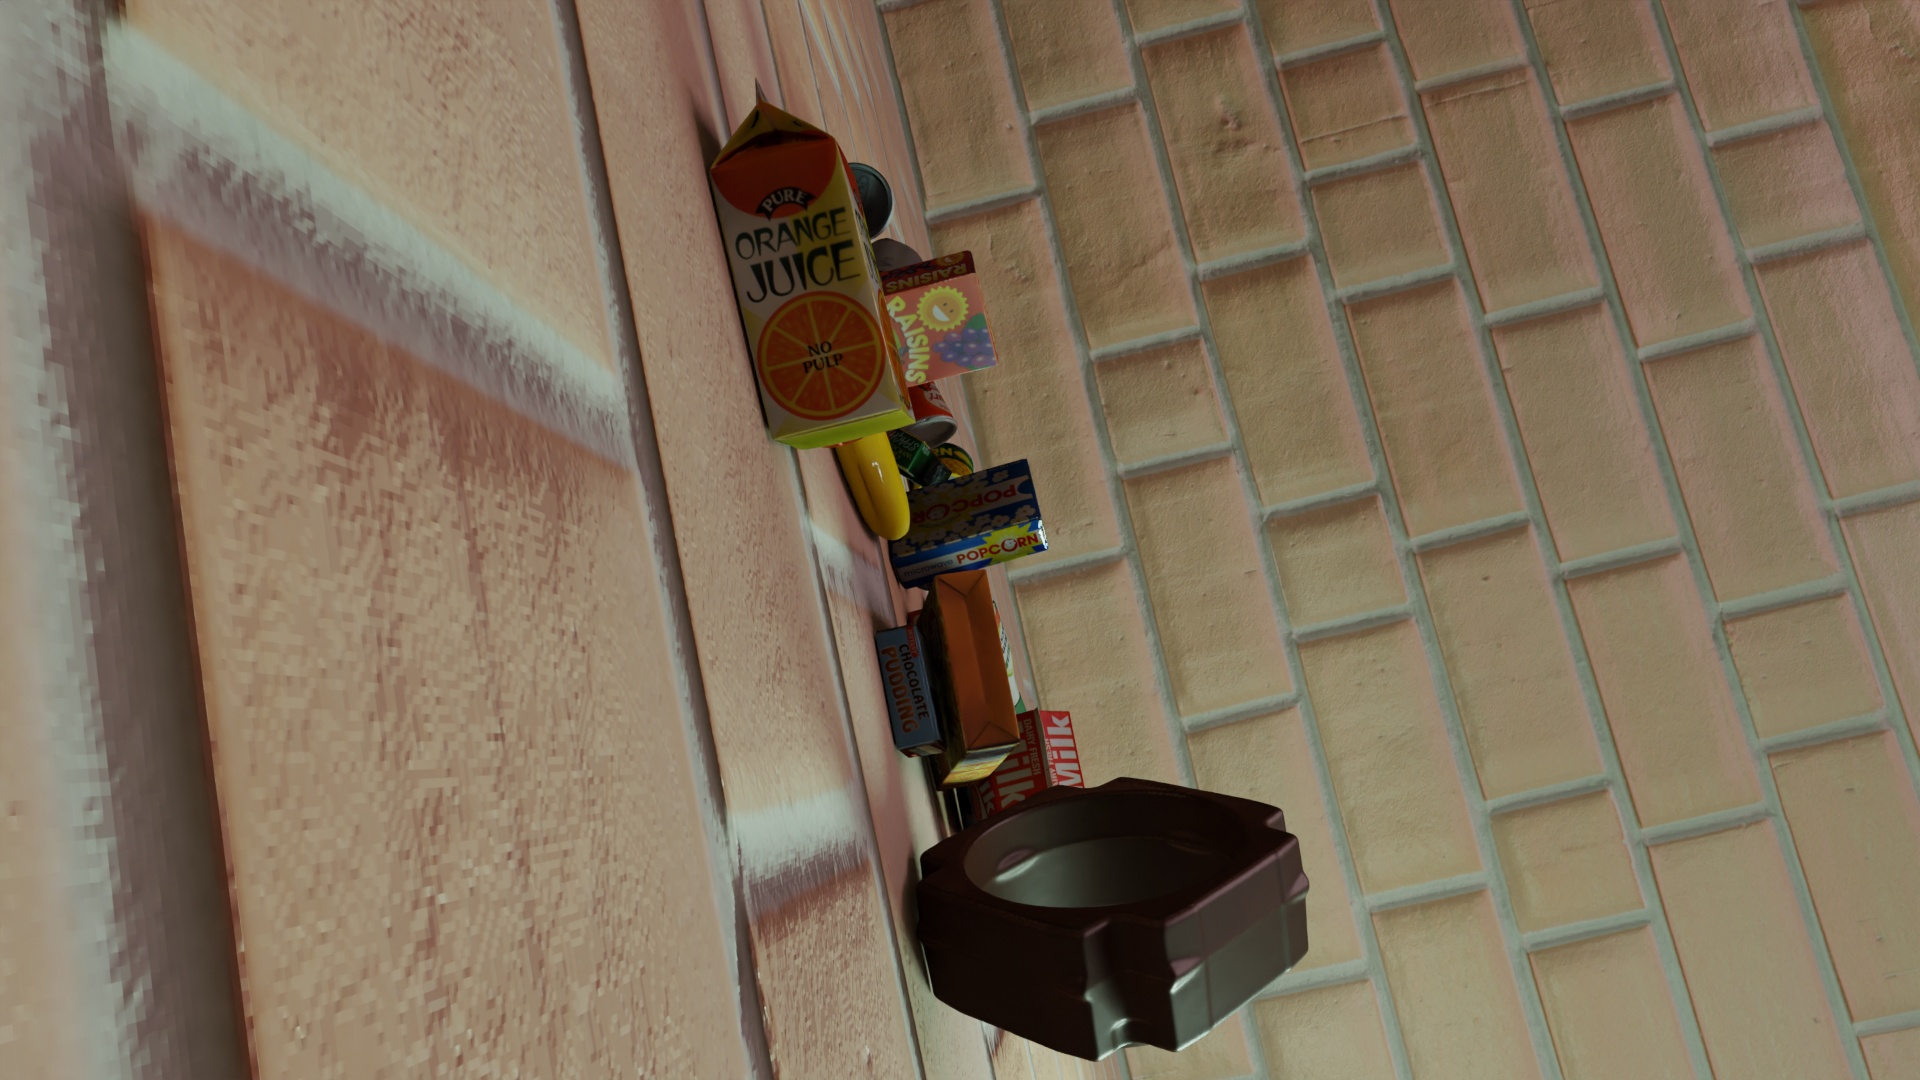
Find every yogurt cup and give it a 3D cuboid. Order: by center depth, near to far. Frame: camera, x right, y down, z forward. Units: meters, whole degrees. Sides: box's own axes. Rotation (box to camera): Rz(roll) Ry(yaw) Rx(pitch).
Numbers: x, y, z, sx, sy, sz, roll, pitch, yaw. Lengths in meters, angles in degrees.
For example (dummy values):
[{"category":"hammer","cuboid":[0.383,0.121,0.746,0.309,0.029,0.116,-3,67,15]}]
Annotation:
[{"category":"yogurt cup","cuboid":[-0.043,-0.120,1.318,0.072,0.072,0.054,66,4,-71]}]

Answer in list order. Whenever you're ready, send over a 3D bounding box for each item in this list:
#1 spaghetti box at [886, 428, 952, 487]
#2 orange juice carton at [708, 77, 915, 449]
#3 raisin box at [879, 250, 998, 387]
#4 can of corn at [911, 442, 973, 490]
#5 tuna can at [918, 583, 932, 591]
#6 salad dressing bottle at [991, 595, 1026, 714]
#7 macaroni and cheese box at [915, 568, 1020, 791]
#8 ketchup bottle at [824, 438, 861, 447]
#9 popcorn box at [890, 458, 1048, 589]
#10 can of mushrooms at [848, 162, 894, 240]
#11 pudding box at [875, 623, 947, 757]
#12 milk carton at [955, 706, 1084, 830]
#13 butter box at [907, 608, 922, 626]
[{"category":"spaghetti box","cuboid":[-0.044,-0.071,1.190,0.028,0.050,0.250,-59,174,0]},{"category":"orange juice carton","cuboid":[-0.085,-0.152,0.767,0.072,0.073,0.192,13,63,-86]},{"category":"raisin box","cuboid":[-0.040,-0.161,1.052,0.040,0.123,0.085,-98,173,-52]},{"category":"can of corn","cuboid":[-0.019,-0.060,1.429,0.058,0.071,0.070,-97,173,-55]},{"category":"tuna can","cuboid":[-0.018,0.012,1.191,0.071,0.071,0.032,-99,175,-50]},{"category":"salad dressing bottle","cuboid":[0.023,0.108,1.167,0.064,0.044,0.147,-69,147,-48]},{"category":"macaroni and cheese box","cuboid":[-0.001,0.105,1.001,0.165,0.040,0.124,113,-32,-68]},{"category":"ketchup bottle","cuboid":[-0.087,-0.131,0.876,0.064,0.043,0.149,73,5,-50]},{"category":"popcorn box","cuboid":[0.004,-0.014,1.153,0.085,0.127,0.038,-99,172,-52]},{"category":"can of mushrooms","cuboid":[-0.092,-0.290,1.189,0.033,0.071,0.071,-78,154,-81]},{"category":"pudding box","cuboid":[-0.033,0.103,0.945,0.049,0.030,0.084,67,10,-74]},{"category":"milk carton","cuboid":[0.047,0.185,1.099,0.189,0.073,0.072,116,-35,-68]},{"category":"butter box","cuboid":[-0.020,0.111,1.131,0.053,0.024,0.104,68,9,-57]}]
